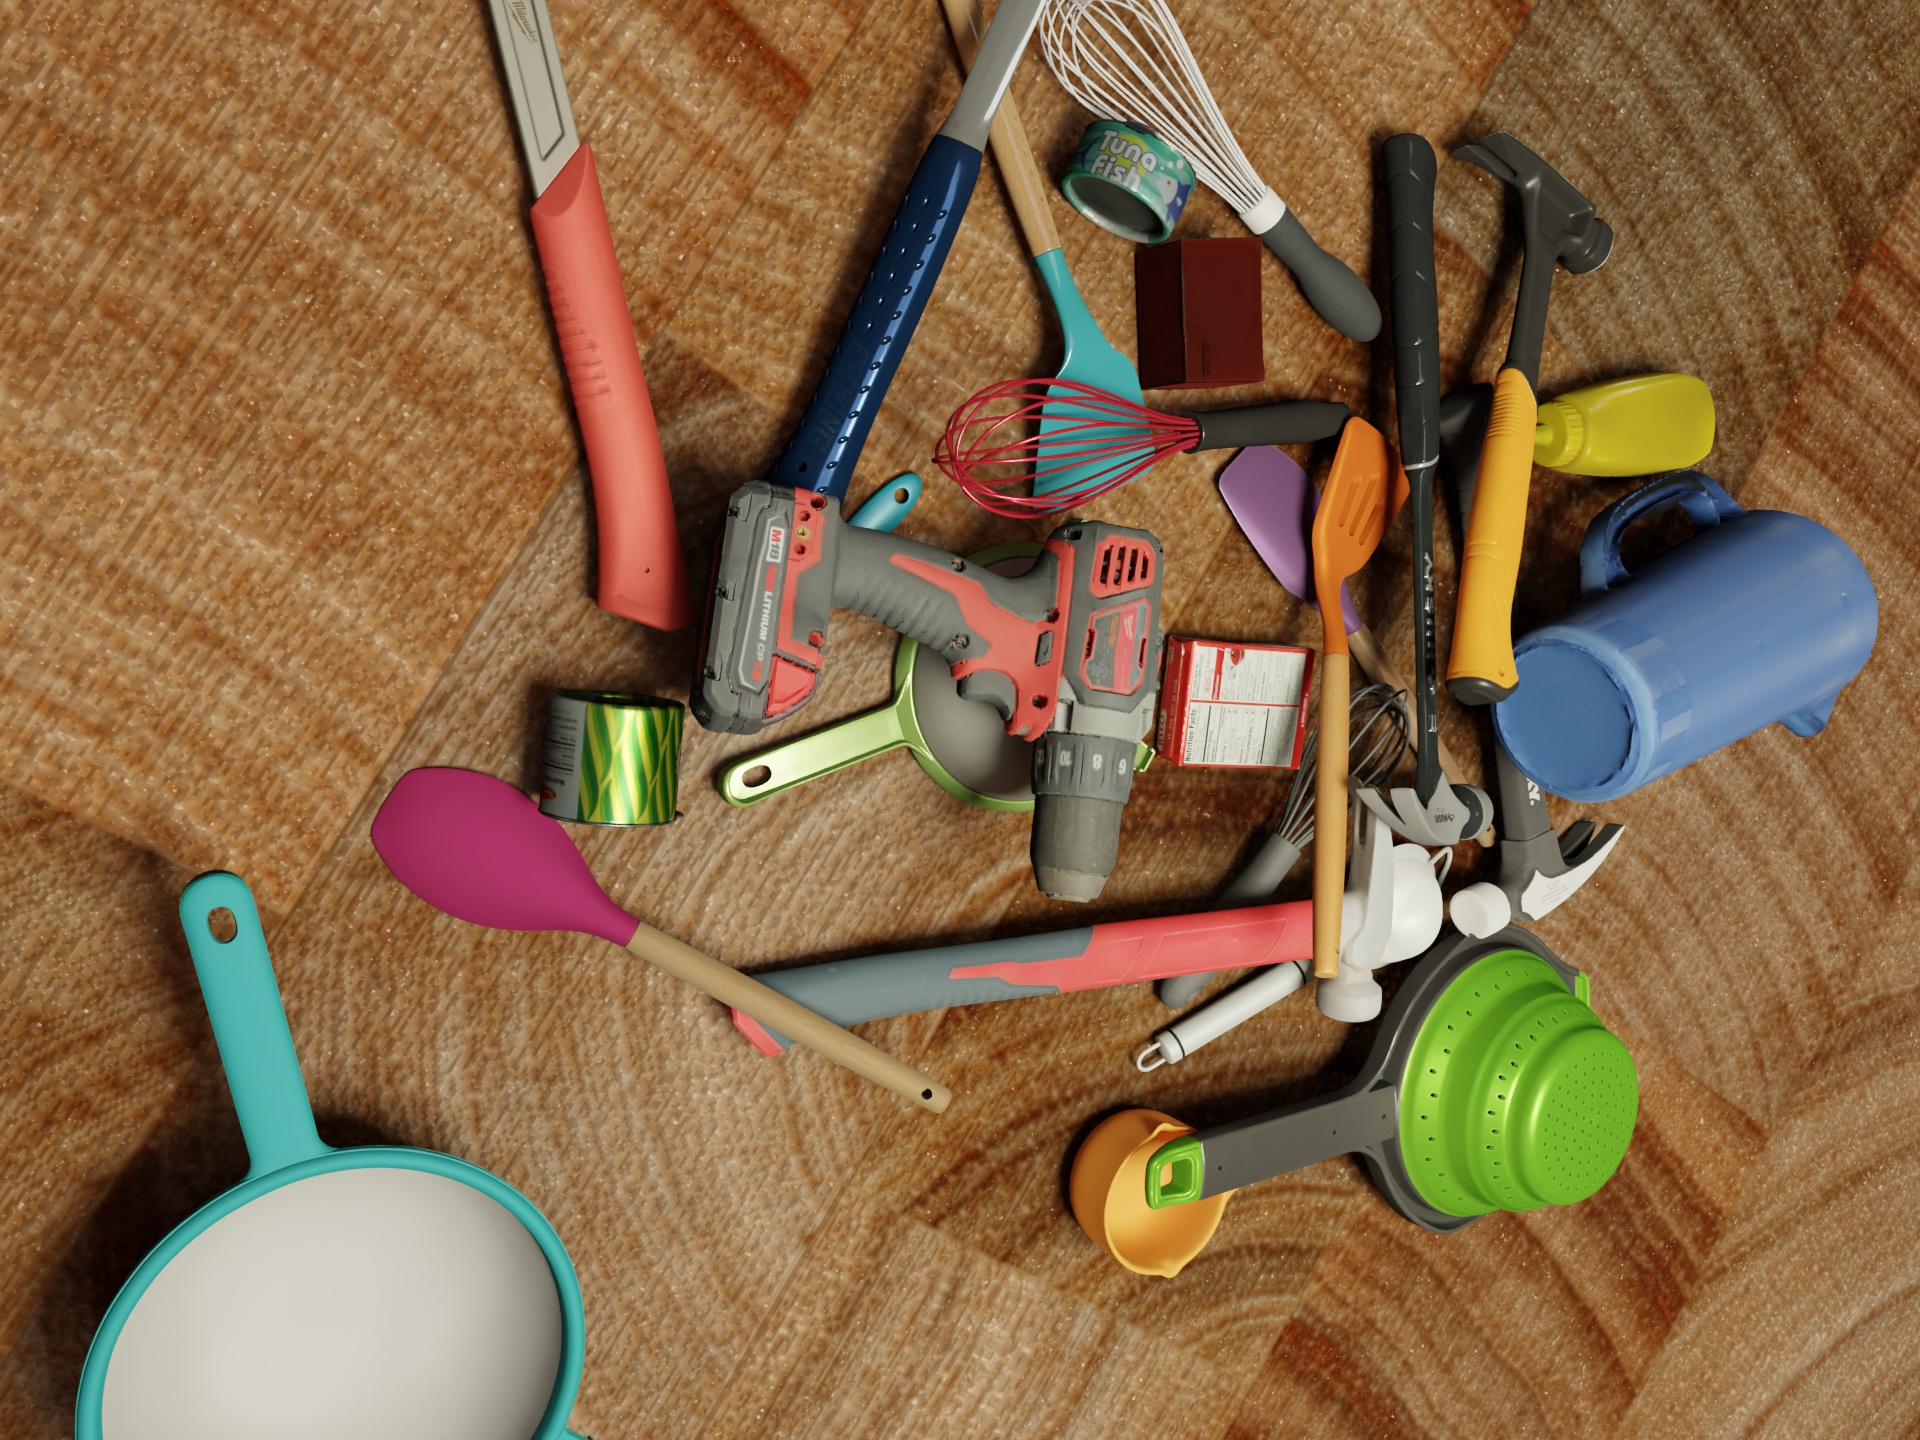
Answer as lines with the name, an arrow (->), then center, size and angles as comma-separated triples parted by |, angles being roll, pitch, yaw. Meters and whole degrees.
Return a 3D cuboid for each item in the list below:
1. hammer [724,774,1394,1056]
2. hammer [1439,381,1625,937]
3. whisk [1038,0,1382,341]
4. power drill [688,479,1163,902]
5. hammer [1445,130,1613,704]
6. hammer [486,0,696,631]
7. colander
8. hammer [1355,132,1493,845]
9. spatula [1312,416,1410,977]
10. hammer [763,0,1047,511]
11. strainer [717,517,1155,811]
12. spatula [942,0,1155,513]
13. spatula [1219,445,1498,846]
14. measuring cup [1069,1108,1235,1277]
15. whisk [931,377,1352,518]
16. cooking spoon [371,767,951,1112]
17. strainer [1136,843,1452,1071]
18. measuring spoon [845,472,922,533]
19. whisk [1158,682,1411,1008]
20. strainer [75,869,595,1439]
hammer -> 0.063, 0.117, 0.877 | 0.386, 0.038, 0.143 | -5, 104, -17
hammer -> 0.343, -0.043, 0.998 | 0.146, 0.035, 0.334 | -17, 101, -33
whisk -> 0.145, -0.301, 0.872 | 0.284, 0.070, 0.070 | 37, 82, -28
power drill -> -0.013, -0.016, 0.771 | 0.226, 0.080, 0.188 | 8, 84, -14
hammer -> 0.315, -0.172, 0.919 | 0.127, 0.034, 0.337 | 24, 71, -33
hammer -> -0.171, -0.219, 0.751 | 0.149, 0.037, 0.359 | -16, 103, -21
colander -> 0.288, 0.244, 0.957 | 0.397, 0.094, 0.204 | -6, 101, -33
hammer -> 0.262, -0.132, 0.915 | 0.149, 0.036, 0.409 | 2, 86, -56
spatula -> 0.218, -0.015, 0.895 | 0.081, 0.041, 0.323 | 29, 59, -43
hammer -> 0.009, -0.292, 0.784 | 0.144, 0.035, 0.405 | 25, 96, 7
strainer -> -0.001, -0.003, 0.839 | 0.256, 0.069, 0.151 | -21, 105, -22
spatula -> 0.031, -0.270, 0.842 | 0.082, 0.044, 0.317 | -24, 102, -19
spatula -> 0.254, -0.039, 0.976 | 0.060, 0.018, 0.315 | -45, 112, -20
measuring cup -> 0.143, 0.266, 0.955 | 0.173, 0.052, 0.095 | -11, 102, -30
whisk -> 0.108, -0.154, 0.857 | 0.295, 0.073, 0.073 | -13, 103, -35
cooking spoon -> -0.141, 0.118, 0.792 | 0.318, 0.017, 0.069 | 31, 85, -12
strainer -> 0.217, 0.151, 0.977 | 0.258, 0.050, 0.086 | -27, 122, -15
measuring spoon -> -0.062, -0.082, 0.826 | 0.128, 0.021, 0.042 | -47, 113, -10
whisk -> 0.194, 0.074, 0.951 | 0.055, 0.055, 0.239 | 39, 85, -24
strainer -> -0.300, 0.225, 0.727 | 0.211, 0.095, 0.340 | -15, 101, -24
